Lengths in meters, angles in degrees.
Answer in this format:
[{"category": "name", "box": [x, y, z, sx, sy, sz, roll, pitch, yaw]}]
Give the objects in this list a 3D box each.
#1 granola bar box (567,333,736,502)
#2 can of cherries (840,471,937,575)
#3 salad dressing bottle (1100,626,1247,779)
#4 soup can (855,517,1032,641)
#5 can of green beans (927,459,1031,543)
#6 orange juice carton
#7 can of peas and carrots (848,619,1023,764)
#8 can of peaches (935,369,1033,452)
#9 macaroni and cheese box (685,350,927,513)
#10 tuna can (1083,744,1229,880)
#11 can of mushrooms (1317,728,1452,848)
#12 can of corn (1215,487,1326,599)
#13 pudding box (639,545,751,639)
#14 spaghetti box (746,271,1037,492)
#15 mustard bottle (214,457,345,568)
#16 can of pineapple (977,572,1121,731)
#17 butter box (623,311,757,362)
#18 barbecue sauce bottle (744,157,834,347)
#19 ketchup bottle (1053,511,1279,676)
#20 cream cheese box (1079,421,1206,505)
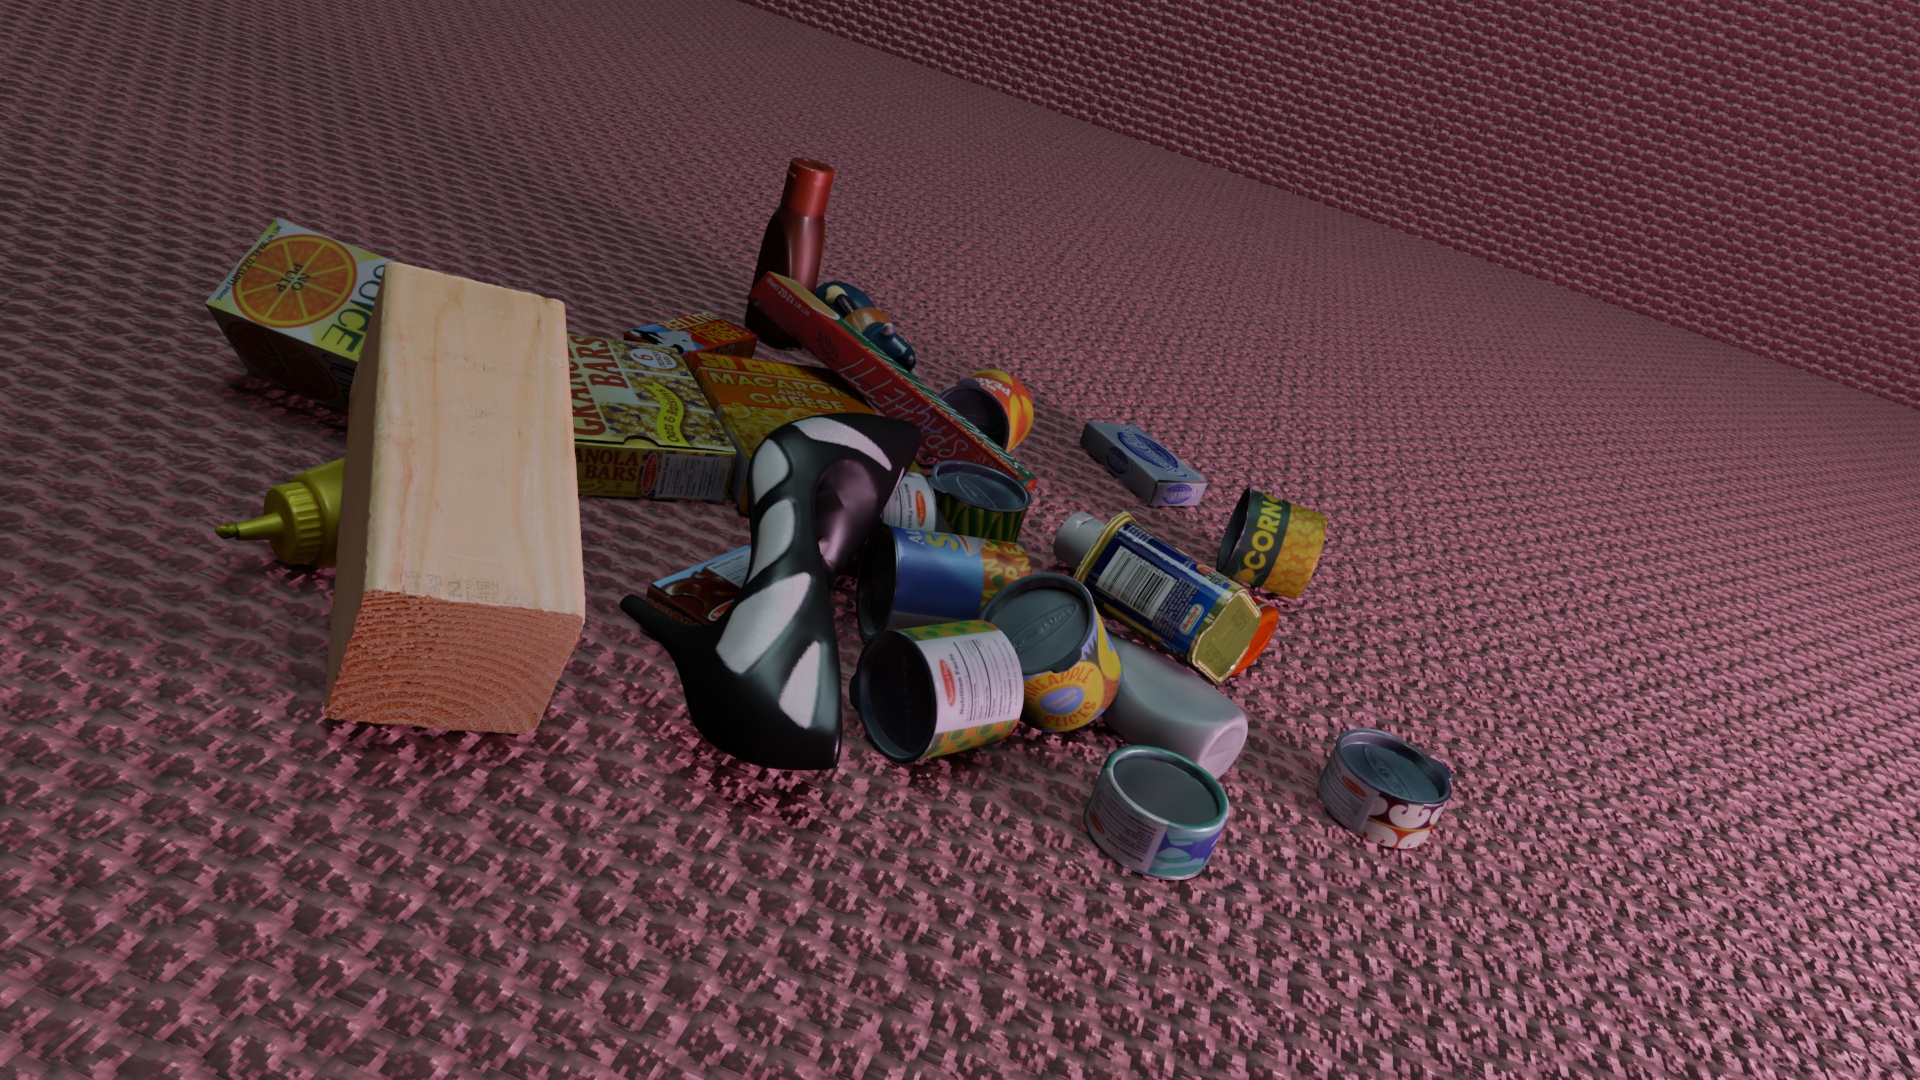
[{"category": "granola bar box", "box": [-0.228, -0.084, 0.903, 0.124, 0.039, 0.166, 3, 29, -29]}, {"category": "can of cherries", "box": [-0.055, -0.009, 0.842, 0.058, 0.071, 0.072, 3, 29, -27]}, {"category": "salad dressing bottle", "box": [0.092, 0.078, 0.785, 0.064, 0.043, 0.148, -10, 35, -44]}, {"category": "soup can", "box": [-0.010, 0.026, 0.791, 0.084, 0.071, 0.071, 8, 27, -22]}, {"category": "can of green beans", "box": [0.005, -0.011, 0.888, 0.071, 0.057, 0.071, 15, 26, -7]}, {"category": "orange juice carton", "box": [-0.333, -0.114, 0.827, 0.193, 0.072, 0.072, 21, 62, 6]}, {"category": "can of peas and carrots", "box": [-0.012, 0.075, 0.700, 0.059, 0.070, 0.071, -4, 33, -40]}, {"category": "can of peaches", "box": [0.016, -0.094, 1.046, 0.071, 0.071, 0.058, 25, 25, 13]}, {"category": "macaroni and cheese box", "box": [-0.113, -0.072, 0.952, 0.124, 0.040, 0.167, 4, 29, -30]}, {"category": "tuna can", "box": [0.099, 0.133, 0.690, 0.071, 0.032, 0.071, 14, 26, -7]}, {"category": "can of mushrooms", "box": [0.236, 0.137, 0.771, 0.071, 0.033, 0.071, 14, 25, -7]}, {"category": "can of corn", "box": [0.222, 0.002, 0.991, 0.058, 0.070, 0.071, 19, 25, 1]}, {"category": "pudding box", "box": [-0.125, 0.034, 0.745, 0.050, 0.030, 0.084, 29, 28, 20]}, {"category": "spaghetti box", "box": [-0.049, -0.109, 1.006, 0.250, 0.028, 0.050, 40, 13, 13]}, {"category": "mustard bottle", "box": [-0.298, -0.016, 0.710, 0.161, 0.048, 0.065, -13, 47, -47]}, {"category": "can of pineapple", "box": [0.048, 0.062, 0.741, 0.071, 0.057, 0.071, -13, 46, 15]}, {"category": "butter box", "box": [-0.206, -0.149, 1.064, 0.053, 0.024, 0.104, 26, 27, 18]}, {"category": "barbecue sauce bottle", "box": [-0.138, -0.237, 1.141, 0.044, 0.147, 0.065, -4, 33, -38]}, {"category": "ketchup bottle", "box": [0.128, 0.031, 0.902, 0.149, 0.043, 0.065, 32, 35, 28]}, {"category": "cream cheese box", "box": [0.147, -0.063, 1.122, 0.053, 0.024, 0.104, 0, 31, -33]}]
